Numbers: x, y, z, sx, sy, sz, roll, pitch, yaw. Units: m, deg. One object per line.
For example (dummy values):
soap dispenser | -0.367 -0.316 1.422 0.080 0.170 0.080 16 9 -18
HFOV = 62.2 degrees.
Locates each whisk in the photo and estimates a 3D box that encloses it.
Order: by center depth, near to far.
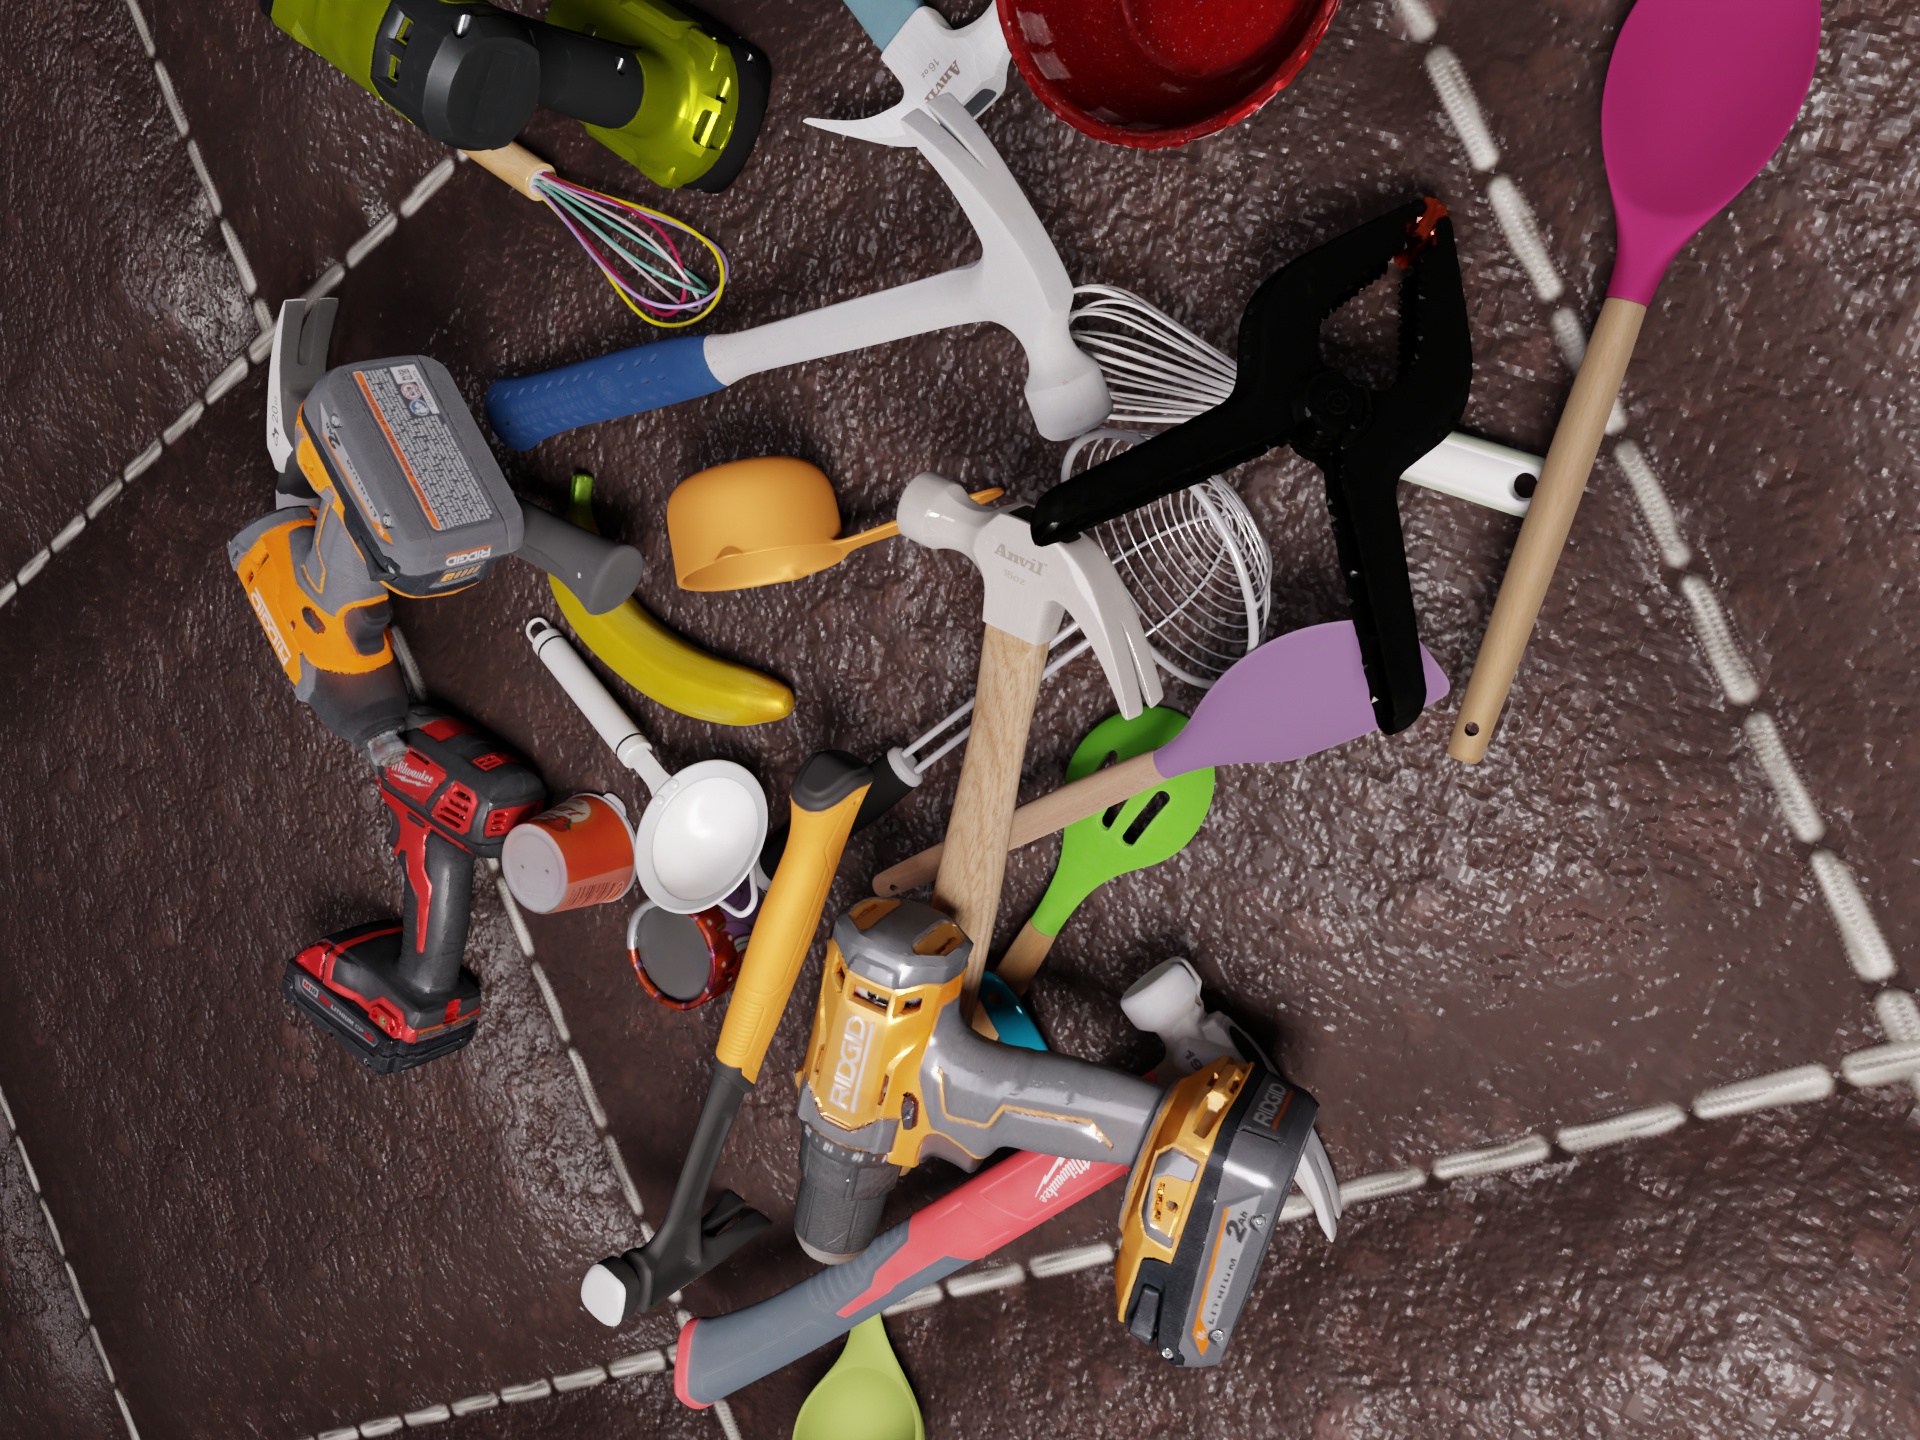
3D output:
whisk | 0.136 -0.133 0.677 0.246 0.059 0.057 23 110 21
whisk | -0.218 -0.282 0.868 0.245 0.051 0.047 37 122 24

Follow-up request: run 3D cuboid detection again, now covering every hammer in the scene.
hammer | 0.010 0.058 0.739 0.130 0.031 0.331 27 124 27
hammer | -0.090 -0.412 0.769 0.128 0.033 0.331 -44 76 29
hammer | -0.113 -0.184 0.777 0.406 0.035 0.144 -1 123 43
hammer | 0.002 0.273 0.804 0.386 0.038 0.143 -37 87 24
hammer | -0.108 0.165 0.840 0.034 0.127 0.336 31 113 25
hammer | -0.301 -0.140 0.920 0.335 0.035 0.146 26 119 33

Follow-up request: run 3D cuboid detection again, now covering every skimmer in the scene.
skimmer | -0.001 -0.002 0.760 0.363 0.090 0.127 -38 84 32

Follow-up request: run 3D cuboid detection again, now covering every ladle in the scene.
ladle | -0.063 0.279 0.877 0.078 0.062 0.320 0 97 24

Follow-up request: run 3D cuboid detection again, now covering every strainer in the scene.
strainer | -0.177 0.022 0.894 0.087 0.050 0.259 -46 62 4

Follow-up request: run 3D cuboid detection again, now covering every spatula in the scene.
spatula | 0.070 0.027 0.723 0.316 0.018 0.059 -27 116 37

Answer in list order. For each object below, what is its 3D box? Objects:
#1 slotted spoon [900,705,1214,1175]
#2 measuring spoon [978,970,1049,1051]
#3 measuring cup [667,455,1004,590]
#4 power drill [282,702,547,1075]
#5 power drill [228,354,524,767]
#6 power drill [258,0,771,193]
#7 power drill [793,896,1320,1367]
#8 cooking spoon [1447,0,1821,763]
slotted spoon | 0.032 0.124 0.805 0.070 0.031 0.313 38 118 18
measuring spoon | 0.039 0.184 0.798 0.042 0.021 0.128 -25 100 29
measuring cup | -0.065 -0.111 0.796 0.173 0.095 0.052 -15 85 14
power drill | -0.349 0.098 1.006 0.143 0.078 0.219 30 111 23
power drill | -0.327 -0.079 0.888 0.226 0.084 0.164 -36 80 46
power drill | -0.210 -0.320 0.746 0.171 0.223 0.080 38 117 20
power drill | 0.026 0.201 0.717 0.226 0.084 0.185 21 111 18
cooking spoon | 0.245 -0.134 0.607 0.069 0.017 0.319 20 102 17
